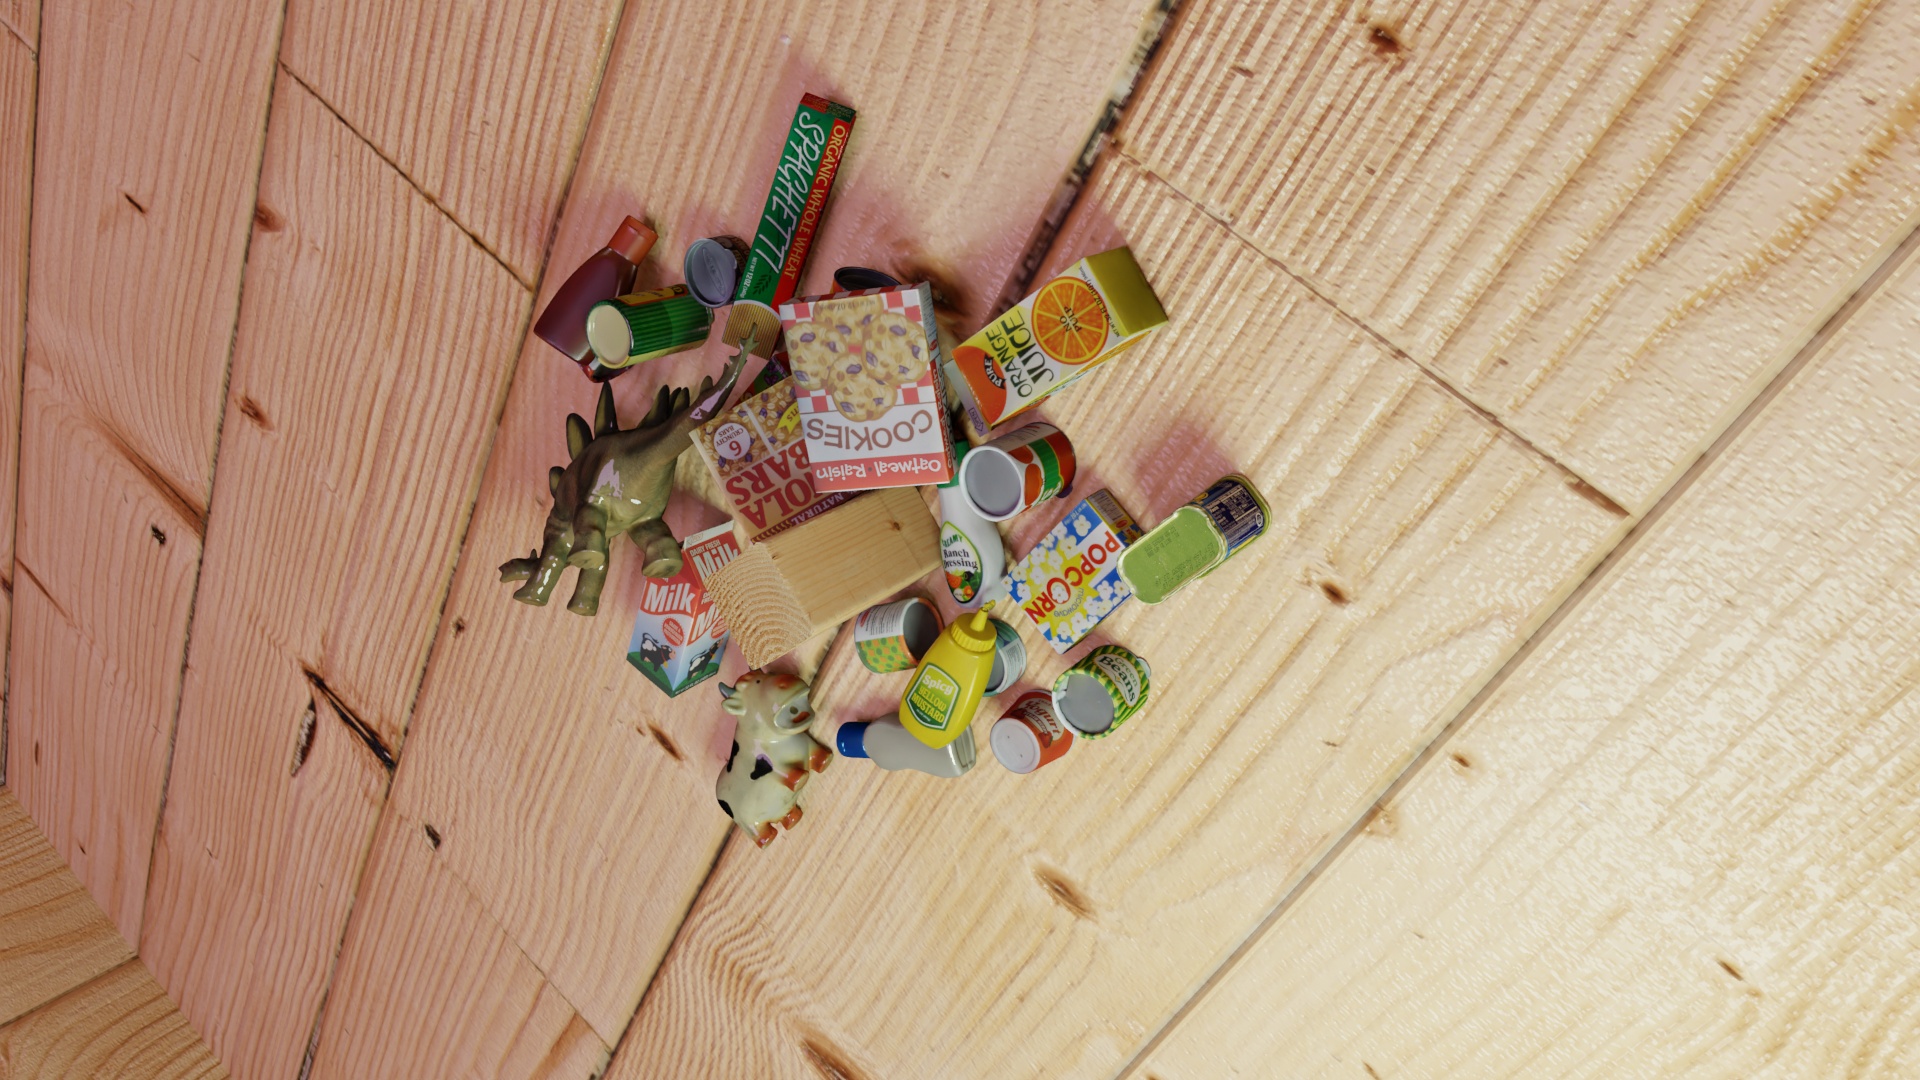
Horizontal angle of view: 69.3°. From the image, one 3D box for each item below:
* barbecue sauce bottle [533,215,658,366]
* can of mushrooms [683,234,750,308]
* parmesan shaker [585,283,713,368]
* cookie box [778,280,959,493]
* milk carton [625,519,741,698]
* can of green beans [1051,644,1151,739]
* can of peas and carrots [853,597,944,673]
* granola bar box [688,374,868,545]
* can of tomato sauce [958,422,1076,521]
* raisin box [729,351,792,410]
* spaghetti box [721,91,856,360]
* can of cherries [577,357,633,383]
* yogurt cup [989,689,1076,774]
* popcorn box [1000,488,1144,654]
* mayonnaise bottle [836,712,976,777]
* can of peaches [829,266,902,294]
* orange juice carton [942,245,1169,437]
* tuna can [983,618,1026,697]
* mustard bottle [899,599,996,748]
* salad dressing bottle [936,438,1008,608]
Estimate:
[{"bbox_3d":[-0.351,-0.247,1.359,0.065,0.043,0.148,34,90,5],"label":"barbecue sauce bottle"},{"bbox_3d":[-0.226,-0.256,1.316,0.071,0.033,0.070,13,113,32],"label":"can of mushrooms"},{"bbox_3d":[-0.299,-0.208,1.340,0.071,0.103,0.071,13,113,31],"label":"parmesan shaker"},{"bbox_3d":[-0.075,-0.127,1.174,0.123,0.040,0.166,-4,109,16],"label":"cookie box"},{"bbox_3d":[-0.281,0.063,1.446,0.073,0.072,0.189,35,123,21],"label":"milk carton"},{"bbox_3d":[0.120,0.130,1.194,0.071,0.058,0.071,13,114,31],"label":"can of green beans"},{"bbox_3d":[-0.055,0.090,1.301,0.058,0.071,0.071,-13,99,37],"label":"can of peas and carrots"},{"bbox_3d":[-0.140,-0.084,1.250,0.165,0.039,0.124,-29,93,-1],"label":"granola bar box"},{"bbox_3d":[0.048,-0.056,1.161,0.071,0.083,0.071,13,113,32],"label":"can of tomato sauce"},{"bbox_3d":[-0.173,-0.111,1.327,0.086,0.040,0.123,53,129,7],"label":"raisin box"},{"bbox_3d":[-0.157,-0.277,1.250,0.050,0.029,0.248,21,123,-7],"label":"spaghetti box"},{"bbox_3d":[-0.365,-0.202,1.417,0.058,0.072,0.071,52,128,7],"label":"can of cherries"},{"bbox_3d":[0.063,0.175,1.254,0.072,0.054,0.072,13,114,32],"label":"yogurt cup"},{"bbox_3d":[0.104,0.027,1.181,0.085,0.038,0.126,50,128,9],"label":"popcorn box"},{"bbox_3d":[-0.055,0.196,1.355,0.148,0.041,0.064,-4,103,37],"label":"mayonnaise bottle"},{"bbox_3d":[-0.086,-0.198,1.214,0.071,0.071,0.057,34,124,21],"label":"can of peaches"},{"bbox_3d":[0.065,-0.155,1.121,0.192,0.073,0.072,-30,88,39],"label":"orange juice carton"},{"bbox_3d":[0.022,0.107,1.271,0.071,0.033,0.070,13,113,31],"label":"tuna can"},{"bbox_3d":[-0.004,0.112,1.237,0.065,0.049,0.159,35,123,18],"label":"mustard bottle"},{"bbox_3d":[0.004,-0.015,1.232,0.064,0.044,0.147,-2,103,50],"label":"salad dressing bottle"}]
